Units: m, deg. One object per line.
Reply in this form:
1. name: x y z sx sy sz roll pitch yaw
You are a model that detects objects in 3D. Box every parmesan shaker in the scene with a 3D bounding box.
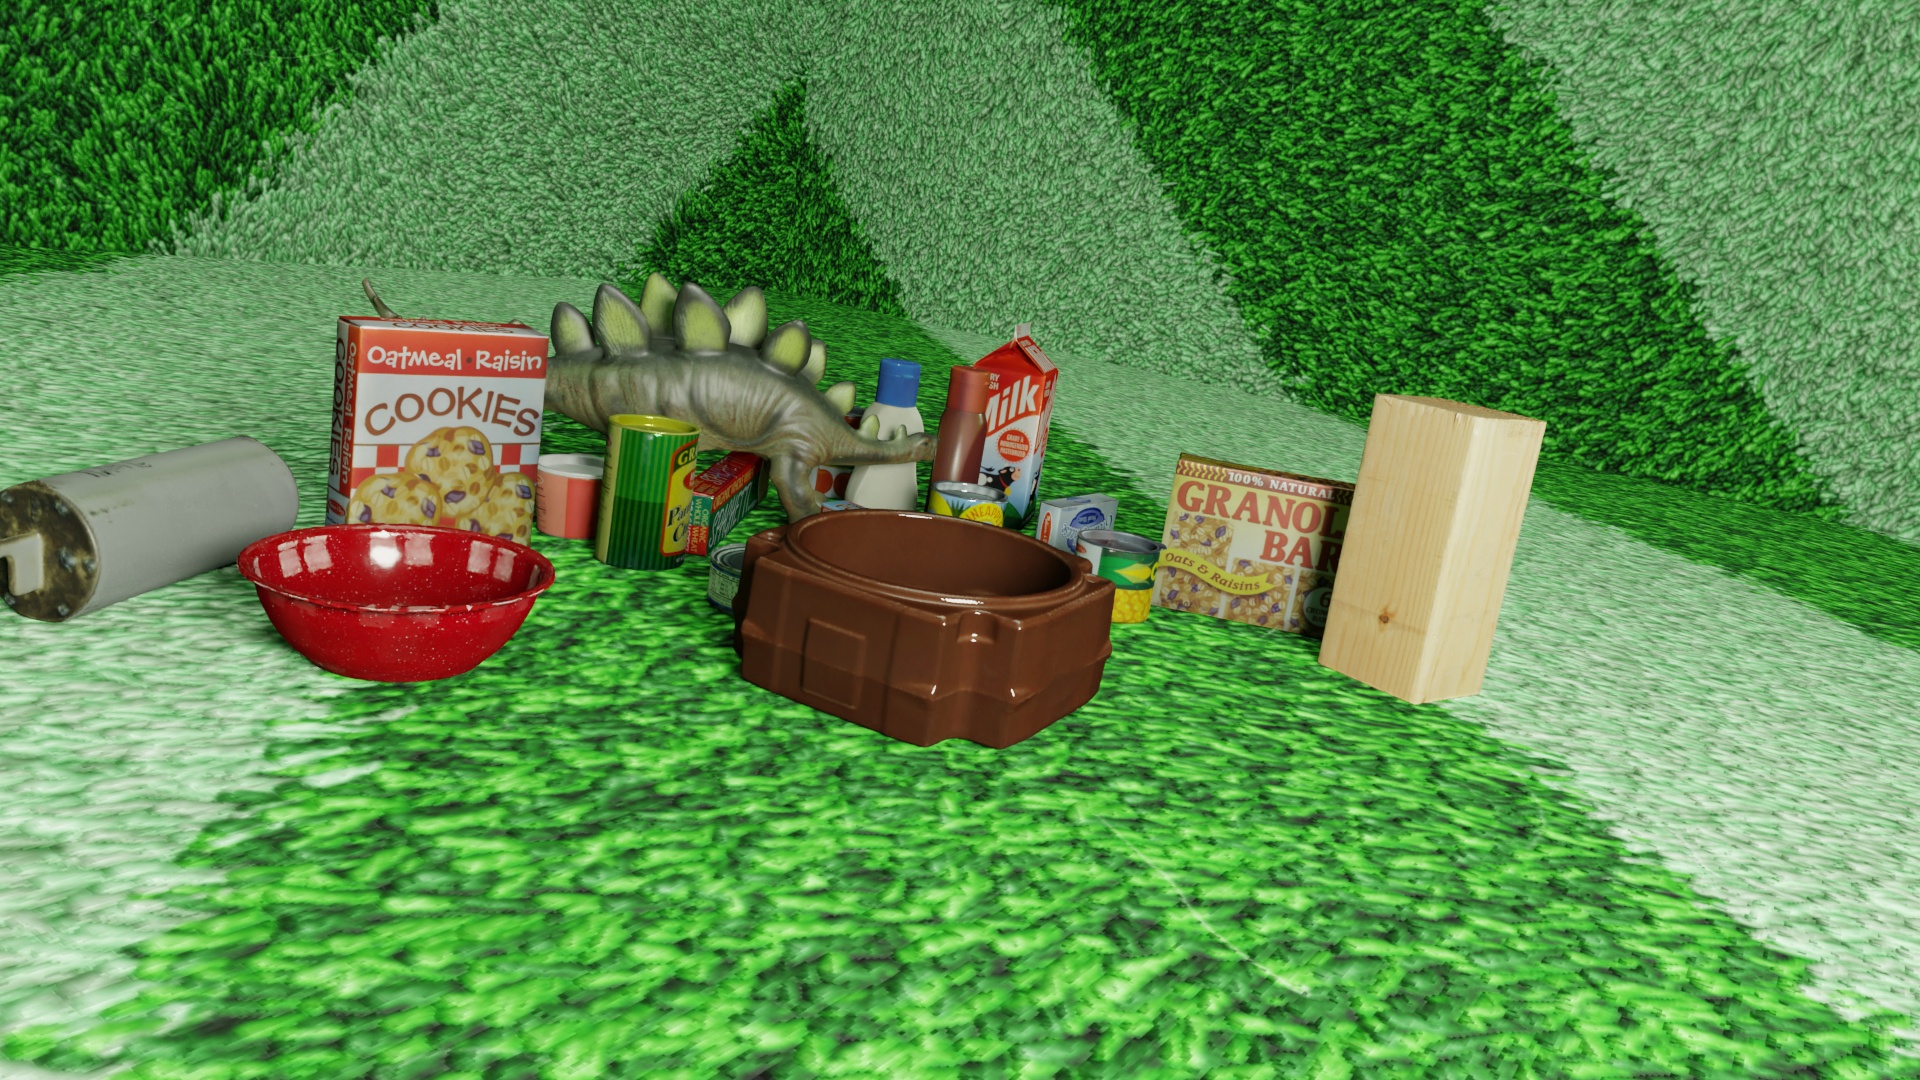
1. parmesan shaker: -0.228 -0.036 1.013 0.071 0.102 0.071 9 13 -2

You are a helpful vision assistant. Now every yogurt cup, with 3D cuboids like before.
1. yogurt cup: -0.294 -0.033 1.063 0.072 0.053 0.072 9 13 -2

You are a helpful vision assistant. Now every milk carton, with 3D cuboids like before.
1. milk carton: 0.045 -0.114 1.331 0.073 0.190 0.072 12 13 11

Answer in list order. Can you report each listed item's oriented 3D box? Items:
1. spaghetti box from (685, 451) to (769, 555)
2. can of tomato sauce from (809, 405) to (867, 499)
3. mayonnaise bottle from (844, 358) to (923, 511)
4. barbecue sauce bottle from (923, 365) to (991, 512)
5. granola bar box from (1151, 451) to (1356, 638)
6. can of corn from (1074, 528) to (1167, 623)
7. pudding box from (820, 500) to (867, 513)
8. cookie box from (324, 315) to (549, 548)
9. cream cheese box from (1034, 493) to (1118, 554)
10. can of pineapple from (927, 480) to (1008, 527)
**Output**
1. spaghetti box: -0.196 -0.040 1.166 0.029 0.050 0.251 9 13 1
2. can of tomato sauce: -0.117 -0.086 1.340 0.071 0.083 0.071 9 13 -2
3. mayonnaise bottle: -0.063 -0.086 1.234 0.065 0.147 0.041 2 14 -27
4. barbecue sauce bottle: -0.001 -0.083 1.263 0.044 0.148 0.065 13 13 15
5. granola bar box: 0.245 0.005 1.114 0.166 0.124 0.039 11 13 8
6. can of corn: 0.121 0.028 1.080 0.071 0.058 0.071 9 13 -2
7. pudding box: -0.073 0.002 1.075 0.084 0.049 0.030 20 17 39
8. cookie box: -0.334 -0.056 0.886 0.123 0.167 0.040 -4 18 -45
9. cream cheese box: 0.102 -0.011 1.237 0.024 0.053 0.104 18 16 33
10. can of pineapple: 0.004 -0.015 1.178 0.071 0.057 0.071 9 13 -2
